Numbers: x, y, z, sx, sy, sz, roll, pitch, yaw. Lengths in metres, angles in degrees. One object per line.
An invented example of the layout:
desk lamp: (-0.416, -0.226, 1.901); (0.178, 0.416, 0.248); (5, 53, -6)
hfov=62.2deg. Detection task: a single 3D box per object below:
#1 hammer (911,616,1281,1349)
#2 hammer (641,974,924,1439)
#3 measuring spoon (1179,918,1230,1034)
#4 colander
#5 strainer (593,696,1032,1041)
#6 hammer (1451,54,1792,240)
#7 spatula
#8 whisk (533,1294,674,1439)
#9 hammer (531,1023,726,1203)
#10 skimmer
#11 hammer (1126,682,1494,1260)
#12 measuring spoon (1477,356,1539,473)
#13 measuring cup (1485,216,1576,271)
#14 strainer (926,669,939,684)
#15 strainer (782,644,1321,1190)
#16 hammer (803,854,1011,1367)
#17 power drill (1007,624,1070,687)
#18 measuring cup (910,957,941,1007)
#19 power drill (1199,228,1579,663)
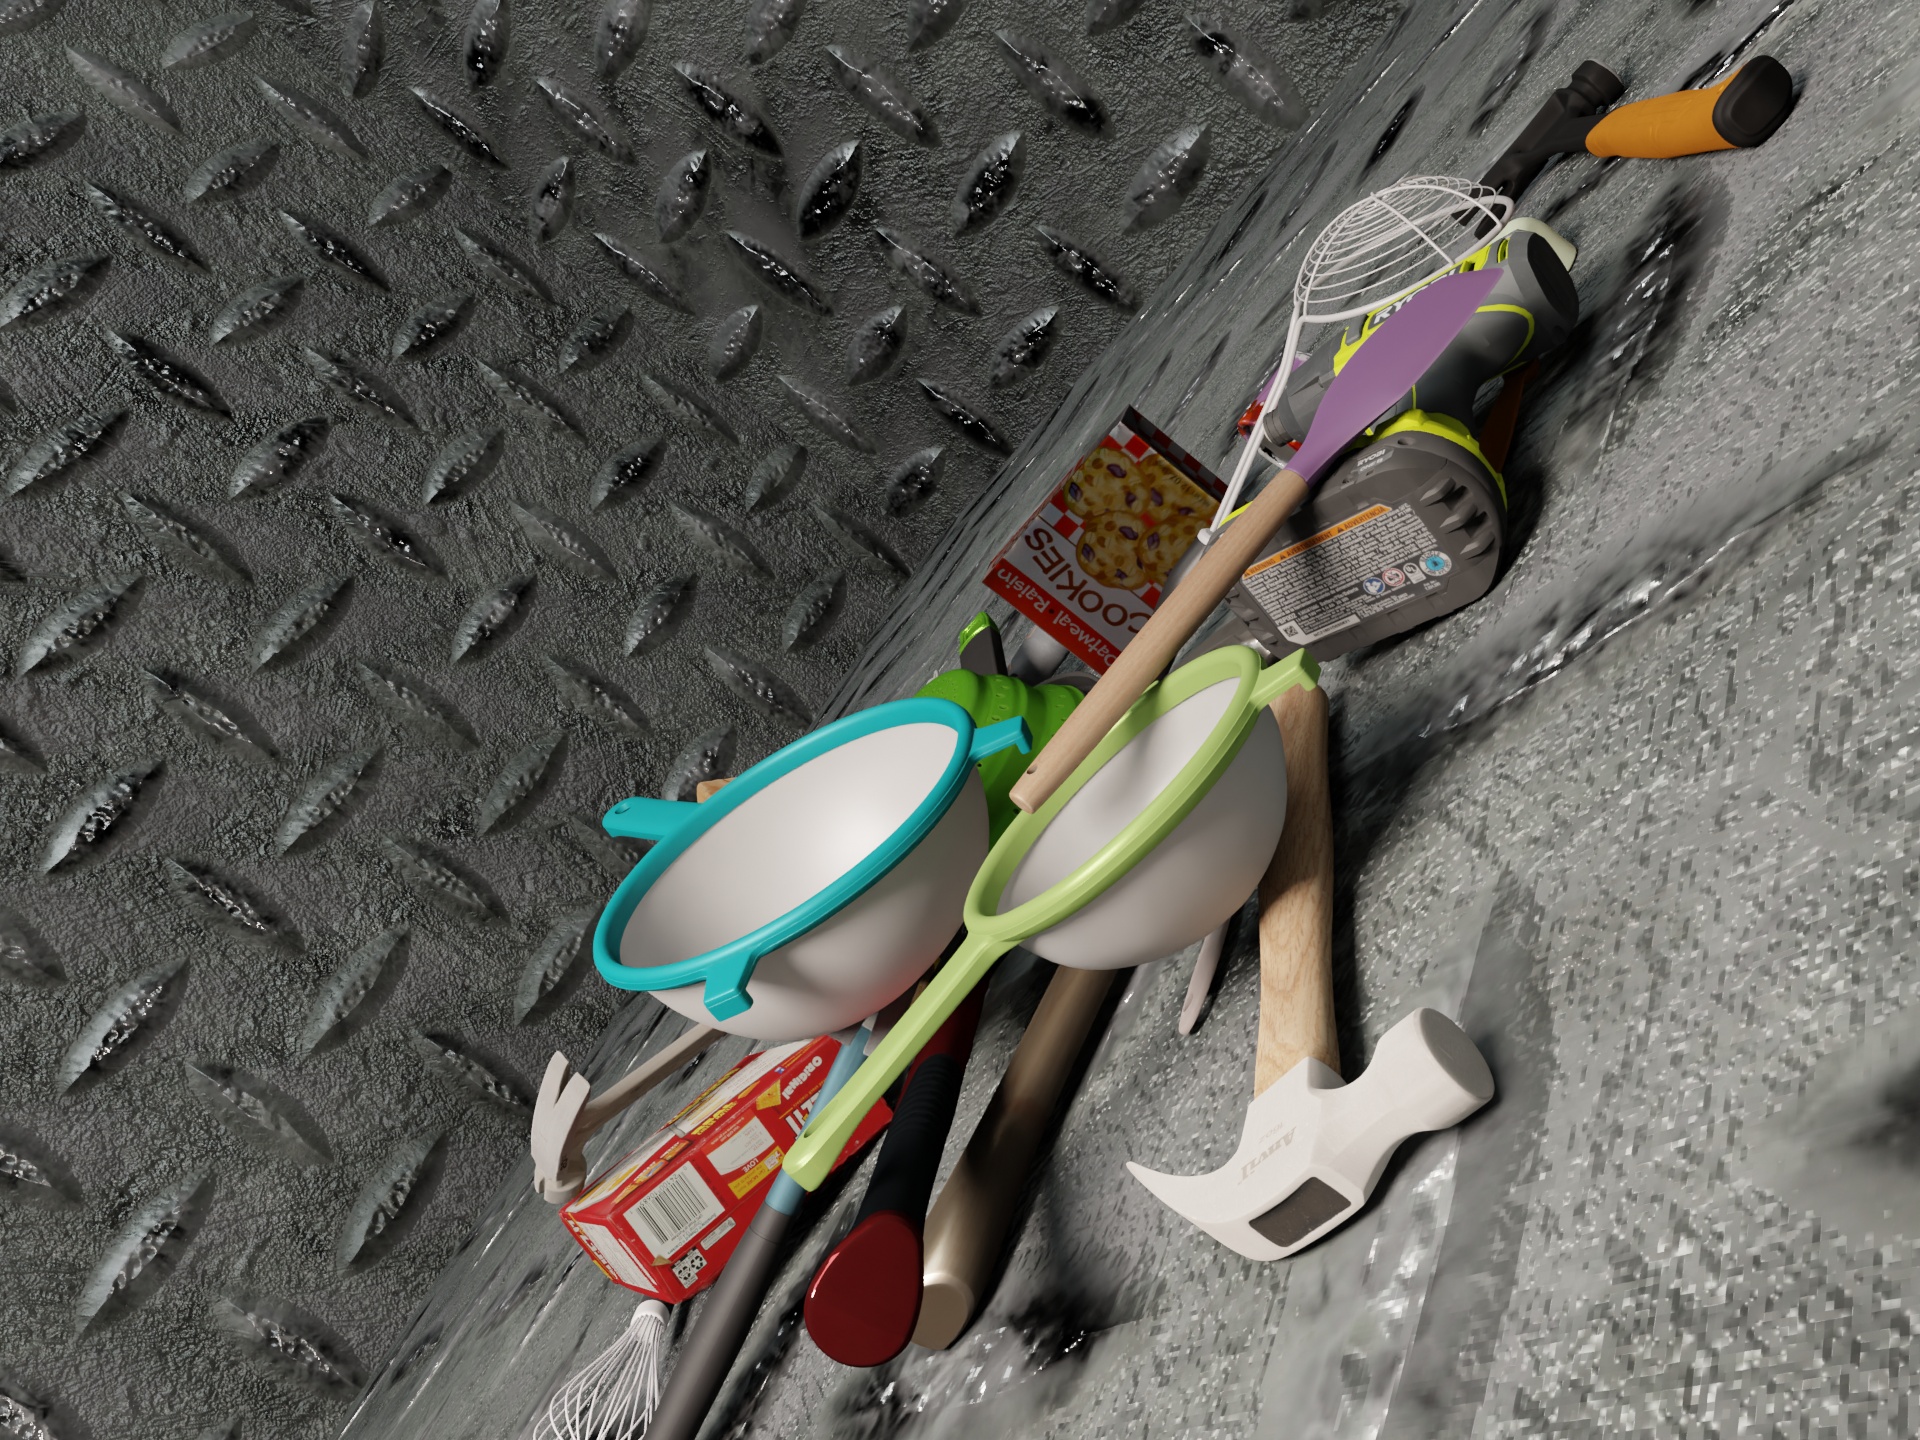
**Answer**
hammer: (0.067, 0.102, 0.761); (0.411, 0.038, 0.146); (-58, 8, -31)
hammer: (-0.098, 0.263, 0.818); (0.128, 0.033, 0.331); (97, -161, -82)
measuring spoon: (0.104, 0.084, 0.679); (0.034, 0.018, 0.124); (-62, 1, 44)
colander: (-0.002, -0.004, 1.098); (0.204, 0.094, 0.397); (-46, 22, 18)
strainer: (-0.098, 0.086, 0.822); (0.211, 0.095, 0.340); (-42, 20, -25)
hammer: (0.370, -0.327, 0.896); (0.127, 0.034, 0.337); (-50, 9, 15)
spatula: (0.123, -0.082, 0.667); (0.316, 0.018, 0.060); (-49, 26, -14)
whisk: (-0.196, 0.386, 0.976); (0.070, 0.070, 0.284); (-52, 3, 6)
hammer: (-0.130, 0.175, 1.054); (0.359, 0.037, 0.149); (-33, -24, -40)
skimmer: (0.203, -0.153, 0.954); (0.127, 0.090, 0.363); (-87, 17, -64)
hammer: (0.125, 0.069, 0.600); (0.130, 0.031, 0.331); (-48, 9, 27)
measuring spoon: (0.266, -0.140, 0.779); (0.021, 0.011, 0.117); (-21, 34, 51)
measuring cup: (0.296, -0.248, 0.948); (0.083, 0.038, 0.167); (-54, 11, -11)
strainer: (-0.016, 0.031, 1.259); (0.259, 0.050, 0.086); (-96, 7, -57)
strainer: (0.042, 0.084, 0.589); (0.256, 0.069, 0.151); (-48, 9, -13)
hammer: (-0.018, 0.171, 0.698); (0.143, 0.038, 0.386); (-63, -1, 13)
power drill: (0.071, -0.071, 1.318); (0.226, 0.084, 0.185); (-58, 8, 0)
measuring cup: (-0.039, 0.193, 1.029); (0.062, 0.029, 0.156); (-54, -4, -29)
power drill: (0.201, -0.133, 0.772); (0.171, 0.080, 0.223); (-25, 26, 42)
